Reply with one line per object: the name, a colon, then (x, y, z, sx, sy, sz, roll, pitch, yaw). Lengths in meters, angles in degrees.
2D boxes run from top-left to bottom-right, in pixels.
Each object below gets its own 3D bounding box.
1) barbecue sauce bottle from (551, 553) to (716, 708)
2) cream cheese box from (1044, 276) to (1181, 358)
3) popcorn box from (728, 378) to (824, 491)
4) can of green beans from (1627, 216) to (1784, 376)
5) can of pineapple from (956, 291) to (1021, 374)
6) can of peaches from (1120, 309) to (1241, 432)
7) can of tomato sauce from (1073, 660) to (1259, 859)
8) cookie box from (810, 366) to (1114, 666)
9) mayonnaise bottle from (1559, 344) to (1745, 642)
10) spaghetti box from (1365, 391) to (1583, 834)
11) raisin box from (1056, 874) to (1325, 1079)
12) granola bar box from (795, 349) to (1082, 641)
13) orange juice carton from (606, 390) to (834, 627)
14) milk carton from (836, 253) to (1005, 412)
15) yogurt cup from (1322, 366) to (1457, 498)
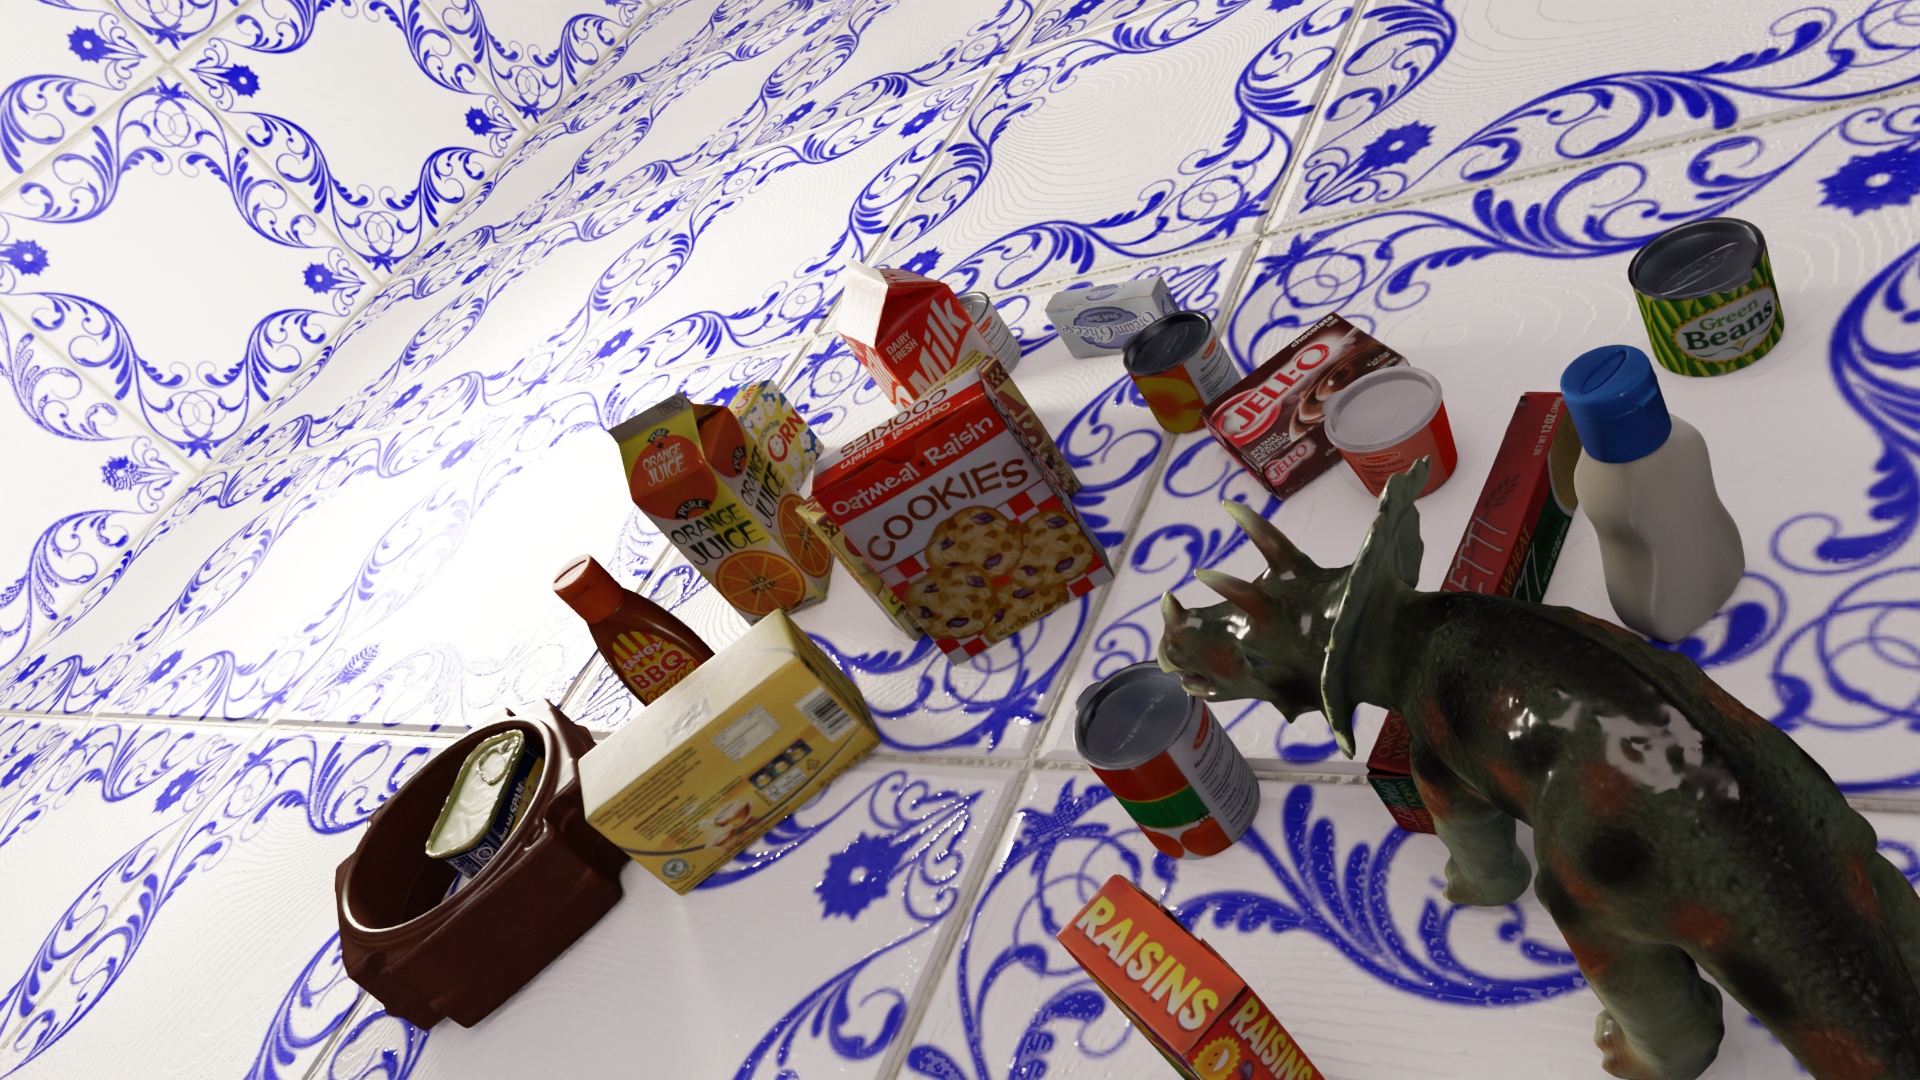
barbecue sauce bottle: (-0.235, 0.071, 1.013, 0.065, 0.148, 0.044, -34, 33, 5)
cream cheese box: (0.120, -0.170, 1.066, 0.103, 0.053, 0.024, 0, 48, 43)
popcorn box: (-0.177, -0.064, 1.183, 0.038, 0.085, 0.127, -8, 43, 38)
can of green beans: (0.403, -0.131, 0.750, 0.071, 0.057, 0.071, -25, 35, 19)
can of pineapple: (0.008, -0.165, 1.161, 0.071, 0.057, 0.071, -25, 35, 19)
can of peaches: (0.153, -0.117, 0.965, 0.071, 0.058, 0.071, -25, 35, 19)
can of tomato sauce: (0.104, 0.112, 0.704, 0.071, 0.083, 0.071, -25, 35, 19)
cookie box: (0.003, -0.011, 0.874, 0.123, 0.167, 0.040, -30, 33, 11)
mayonnaise bottle: (0.307, -0.022, 0.621, 0.065, 0.147, 0.041, -43, 33, -9)
spaghetti box: (0.263, 0.029, 0.689, 0.028, 0.050, 0.251, 1, 49, 44)
raisin box: (0.102, 0.199, 0.561, 0.040, 0.123, 0.086, -44, 33, -10)
granola bar box: (-0.011, -0.030, 0.950, 0.166, 0.124, 0.039, -43, 33, -9)
orange juice carton: (-0.178, -0.029, 1.041, 0.071, 0.192, 0.073, -22, 36, 22)
milk carton: (-0.023, -0.133, 1.028, 0.073, 0.190, 0.072, -43, 33, -9)
yogurt cup: (0.253, -0.059, 0.805, 0.072, 0.053, 0.073, -25, 35, 19)
